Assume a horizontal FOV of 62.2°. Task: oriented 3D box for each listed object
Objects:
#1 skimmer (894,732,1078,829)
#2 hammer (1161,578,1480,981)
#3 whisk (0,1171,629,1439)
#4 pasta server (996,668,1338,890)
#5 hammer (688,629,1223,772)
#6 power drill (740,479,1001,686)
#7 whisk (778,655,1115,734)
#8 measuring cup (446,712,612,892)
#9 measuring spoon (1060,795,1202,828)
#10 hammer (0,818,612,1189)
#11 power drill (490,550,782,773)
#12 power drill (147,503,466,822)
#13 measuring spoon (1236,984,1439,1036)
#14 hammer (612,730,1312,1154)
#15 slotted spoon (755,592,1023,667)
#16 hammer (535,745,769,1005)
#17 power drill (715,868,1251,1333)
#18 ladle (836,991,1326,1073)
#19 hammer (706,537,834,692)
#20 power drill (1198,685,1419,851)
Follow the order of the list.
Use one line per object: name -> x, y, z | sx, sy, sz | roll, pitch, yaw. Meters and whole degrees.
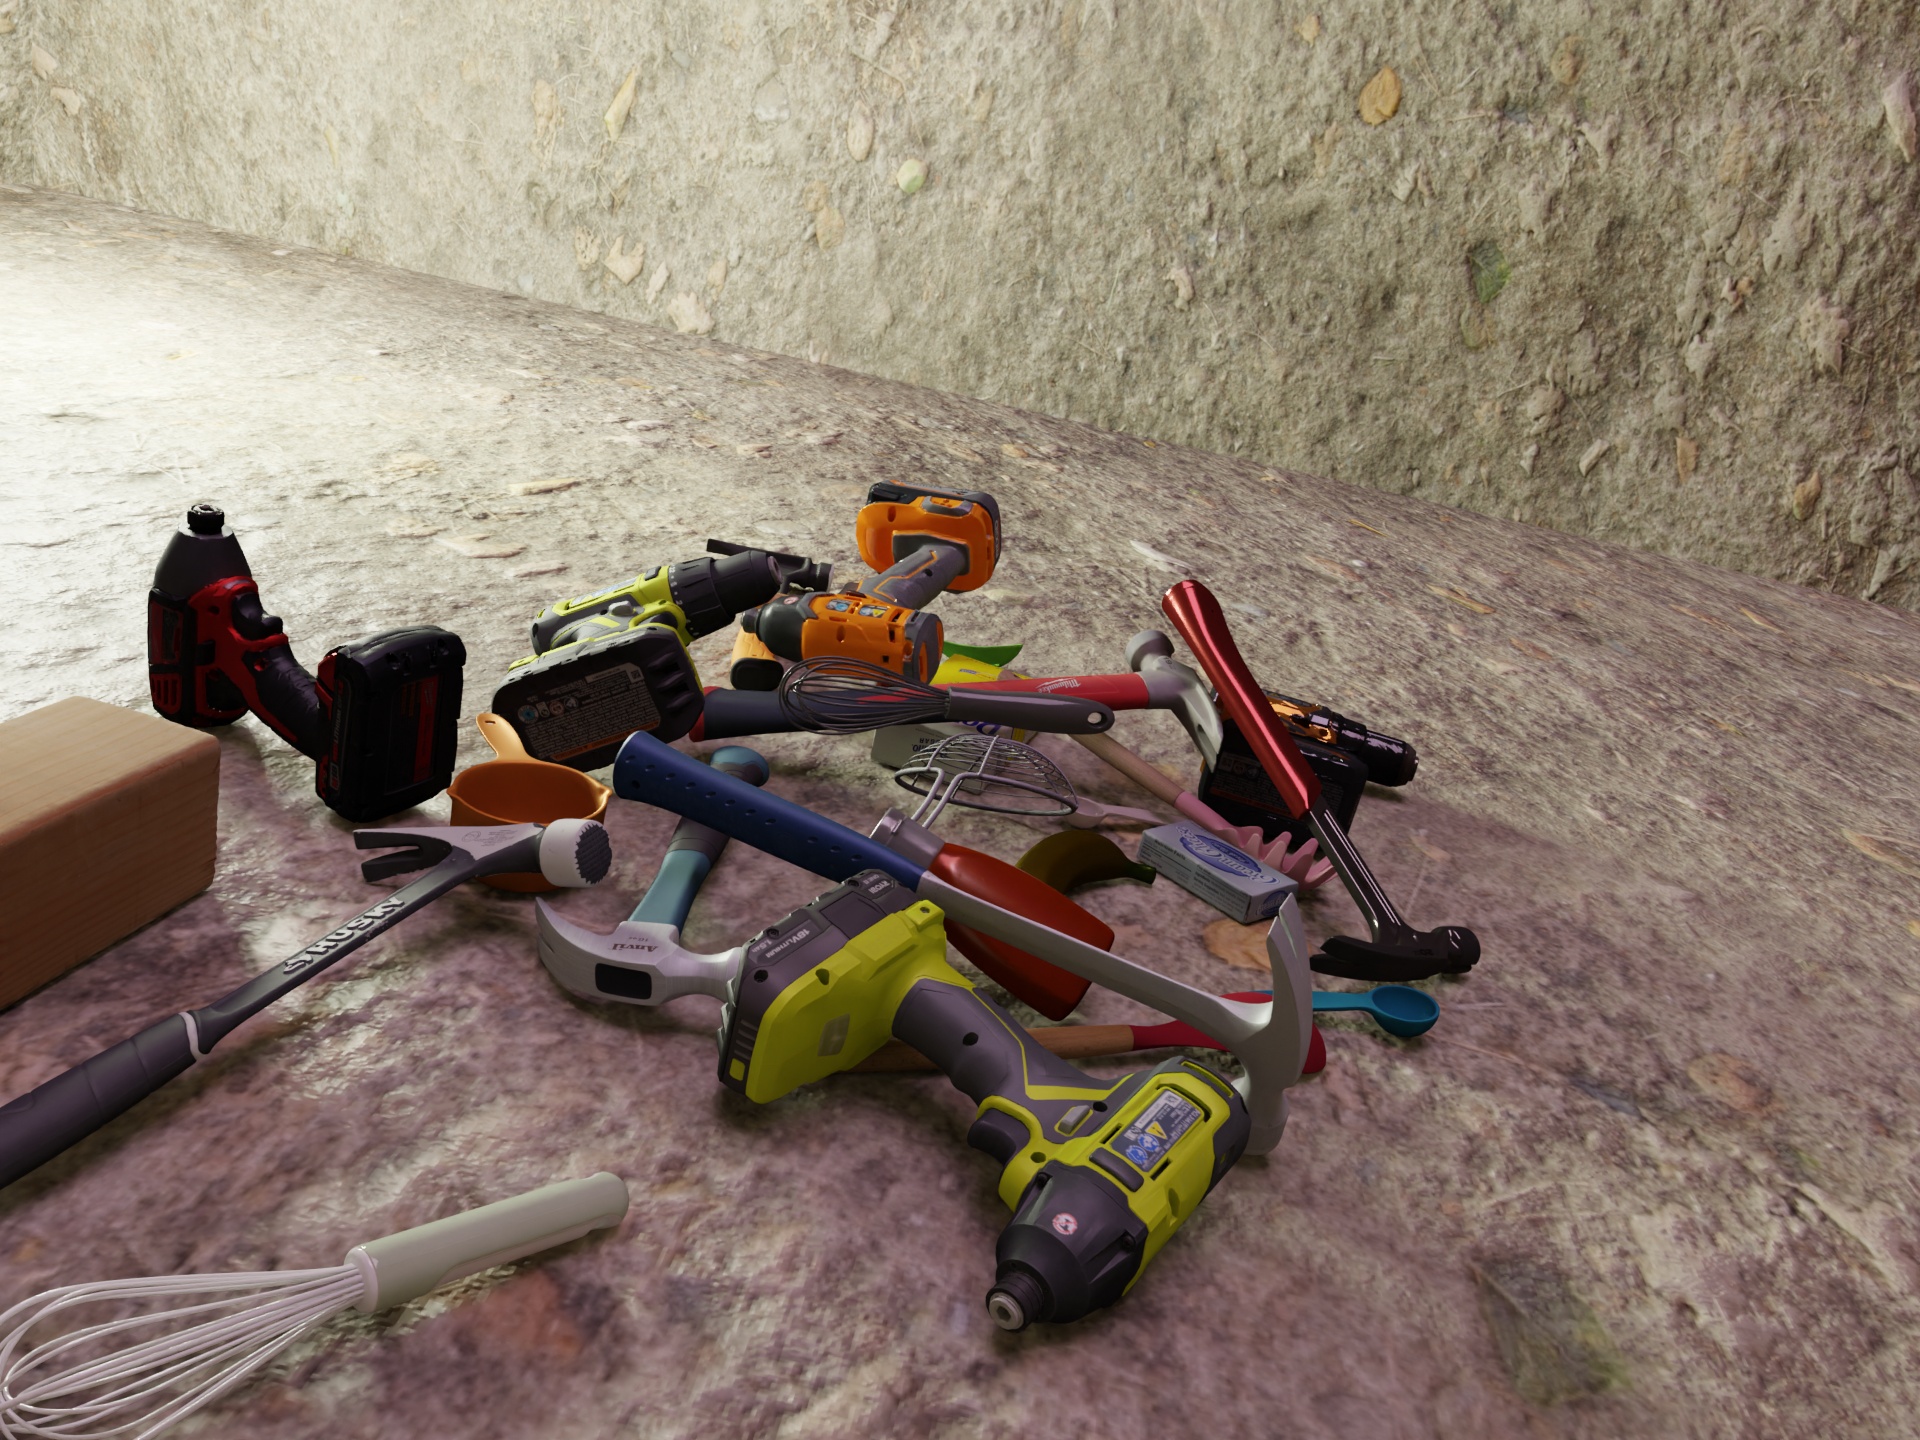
skimmer -> -0.031, 0.102, 0.983 | 0.127, 0.090, 0.363 | 6, 27, 21
hammer -> 0.222, 0.030, 1.118 | 0.149, 0.036, 0.359 | 8, 41, -35
whisk -> -0.225, 0.207, 0.579 | 0.246, 0.057, 0.059 | -5, 61, -46
pasta server -> 0.147, 0.038, 1.191 | 0.316, 0.040, 0.060 | 36, 18, 30
hammer -> -0.002, -0.004, 1.158 | 0.386, 0.038, 0.143 | -4, 38, -16
power drill -> -0.069, -0.113, 1.307 | 0.164, 0.084, 0.227 | 10, 38, 17
whisk -> -0.008, -0.009, 1.104 | 0.239, 0.055, 0.055 | 5, 21, -11
measuring cup -> -0.271, 0.048, 0.961 | 0.095, 0.052, 0.174 | 1, 21, -29
measuring spoon -> 0.127, 0.076, 1.178 | 0.124, 0.018, 0.034 | 10, 19, -26
hammer -> -0.329, 0.128, 0.702 | 0.149, 0.036, 0.409 | 0, 18, 24
power drill -> -0.226, -0.053, 1.130 | 0.190, 0.080, 0.229 | -18, 22, 7
power drill -> -0.413, -0.038, 0.978 | 0.220, 0.143, 0.078 | 24, 25, 23
measuring spoon -> 0.224, 0.178, 0.961 | 0.128, 0.021, 0.042 | 2, 21, -2
hammer -> -0.010, 0.088, 0.834 | 0.406, 0.144, 0.035 | 21, 37, 20
slotted spoon -> -0.087, -0.084, 1.394 | 0.313, 0.031, 0.070 | 12, -4, -25
hammer -> -0.159, 0.081, 0.947 | 0.128, 0.033, 0.331 | 4, 18, 1
power drill -> 0.002, 0.172, 0.733 | 0.223, 0.080, 0.171 | 30, 34, 25
ladle -> 0.067, 0.173, 0.860 | 0.315, 0.031, 0.069 | 1, 24, -24
hammer -> -0.182, -0.096, 1.422 | 0.127, 0.034, 0.337 | 11, 20, -7
power drill -> 0.283, 0.034, 1.290 | 0.185, 0.084, 0.226 | 17, 16, 7
